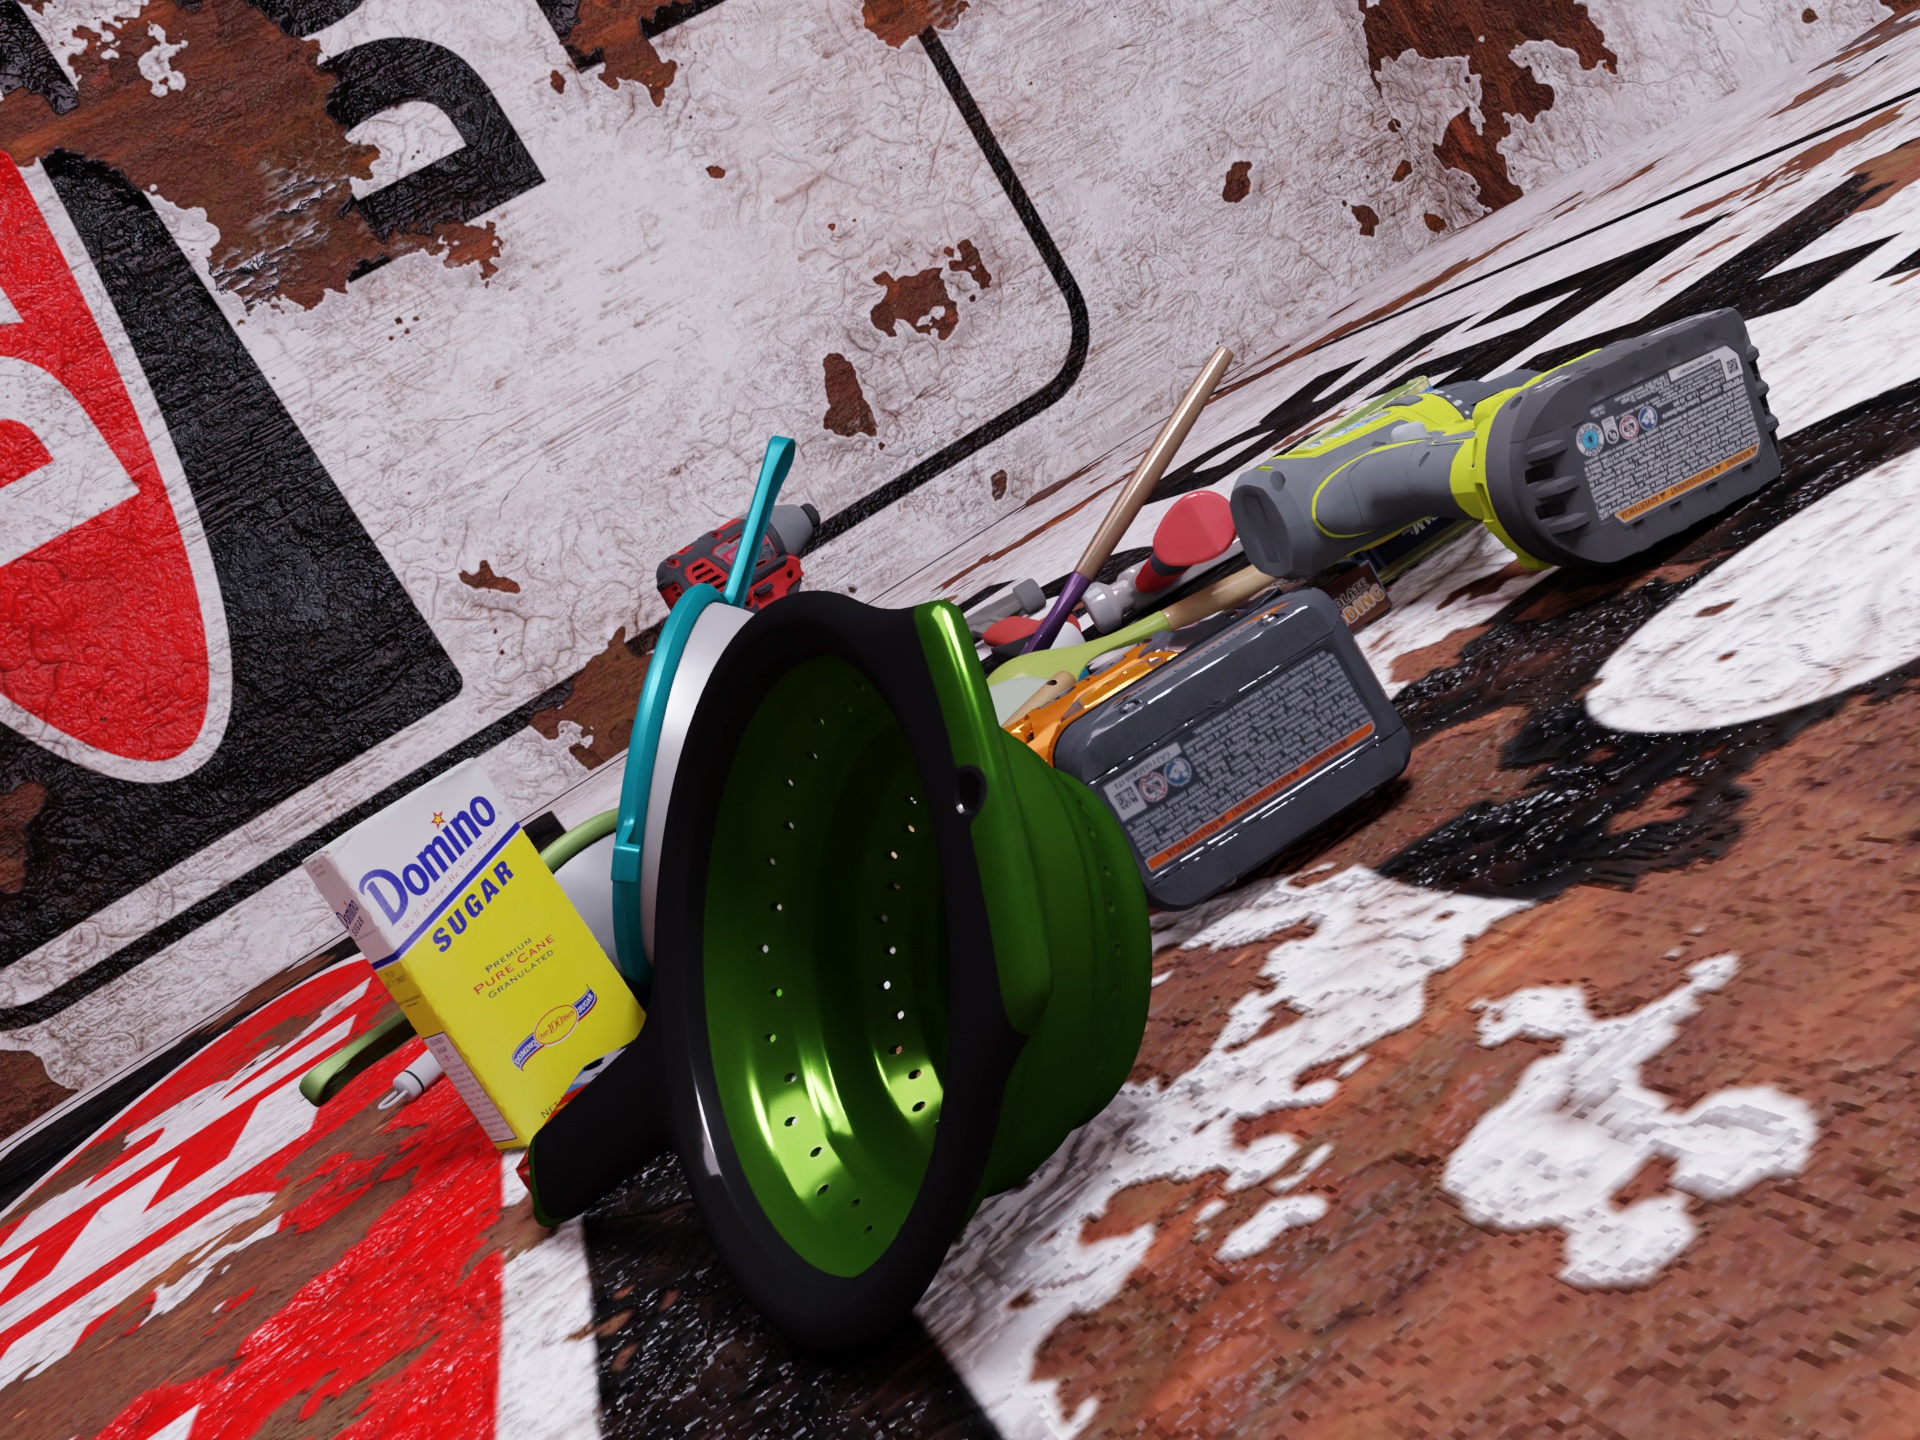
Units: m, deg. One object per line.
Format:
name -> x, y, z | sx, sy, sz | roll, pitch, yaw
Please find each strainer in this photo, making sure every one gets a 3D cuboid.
strainer -> -0.237, 0.148, 0.881 | 0.256, 0.069, 0.151 | -36, -24, -44
strainer -> -0.306, 0.183, 1.109 | 0.087, 0.050, 0.258 | -5, 28, 38
strainer -> -0.099, -0.016, 0.866 | 0.210, 0.095, 0.341 | 96, -175, -60

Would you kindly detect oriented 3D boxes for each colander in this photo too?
colander -> -0.050, 0.105, 0.523 | 0.094, 0.205, 0.397 | 2, -28, -31

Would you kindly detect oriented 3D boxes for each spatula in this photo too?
spatula -> 0.094, -0.115, 1.054 | 0.316, 0.018, 0.059 | -58, -7, -5

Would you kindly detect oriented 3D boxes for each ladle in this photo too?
ladle -> 0.150, -0.059, 0.954 | 0.320, 0.062, 0.078 | -26, 15, -9

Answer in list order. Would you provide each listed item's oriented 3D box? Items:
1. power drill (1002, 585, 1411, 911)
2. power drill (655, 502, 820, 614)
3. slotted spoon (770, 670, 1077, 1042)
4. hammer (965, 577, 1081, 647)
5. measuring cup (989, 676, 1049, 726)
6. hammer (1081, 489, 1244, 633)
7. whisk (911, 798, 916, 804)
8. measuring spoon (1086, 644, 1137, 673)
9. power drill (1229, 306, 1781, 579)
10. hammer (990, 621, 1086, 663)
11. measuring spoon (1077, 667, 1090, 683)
power drill -> 0.098, 0.000, 0.661 | 0.164, 0.084, 0.226 | -31, 5, -5
power drill -> -0.129, -0.063, 1.263 | 0.143, 0.219, 0.078 | -36, 10, -27
slotted spoon -> -0.031, 0.069, 0.740 | 0.070, 0.031, 0.314 | 14, 44, 35
hammer -> 0.034, -0.070, 1.359 | 0.149, 0.036, 0.359 | -32, 9, -3
measuring cup -> -0.001, -0.003, 0.880 | 0.168, 0.038, 0.083 | 19, 53, 39
hammer -> 0.151, -0.113, 1.019 | 0.143, 0.038, 0.386 | -30, -1, 2
whisk -> -0.069, 0.071, 0.920 | 0.055, 0.055, 0.239 | -37, 8, -34
measuring spoon -> 0.092, -0.033, 1.062 | 0.034, 0.018, 0.124 | -35, 3, -12
power drill -> 0.259, -0.128, 0.746 | 0.190, 0.080, 0.228 | -25, 12, -16
hammer -> -0.064, 0.038, 1.097 | 0.337, 0.034, 0.127 | -36, 6, -20
measuring spoon -> 0.034, 0.012, 1.007 | 0.128, 0.021, 0.042 | -38, 7, 13
